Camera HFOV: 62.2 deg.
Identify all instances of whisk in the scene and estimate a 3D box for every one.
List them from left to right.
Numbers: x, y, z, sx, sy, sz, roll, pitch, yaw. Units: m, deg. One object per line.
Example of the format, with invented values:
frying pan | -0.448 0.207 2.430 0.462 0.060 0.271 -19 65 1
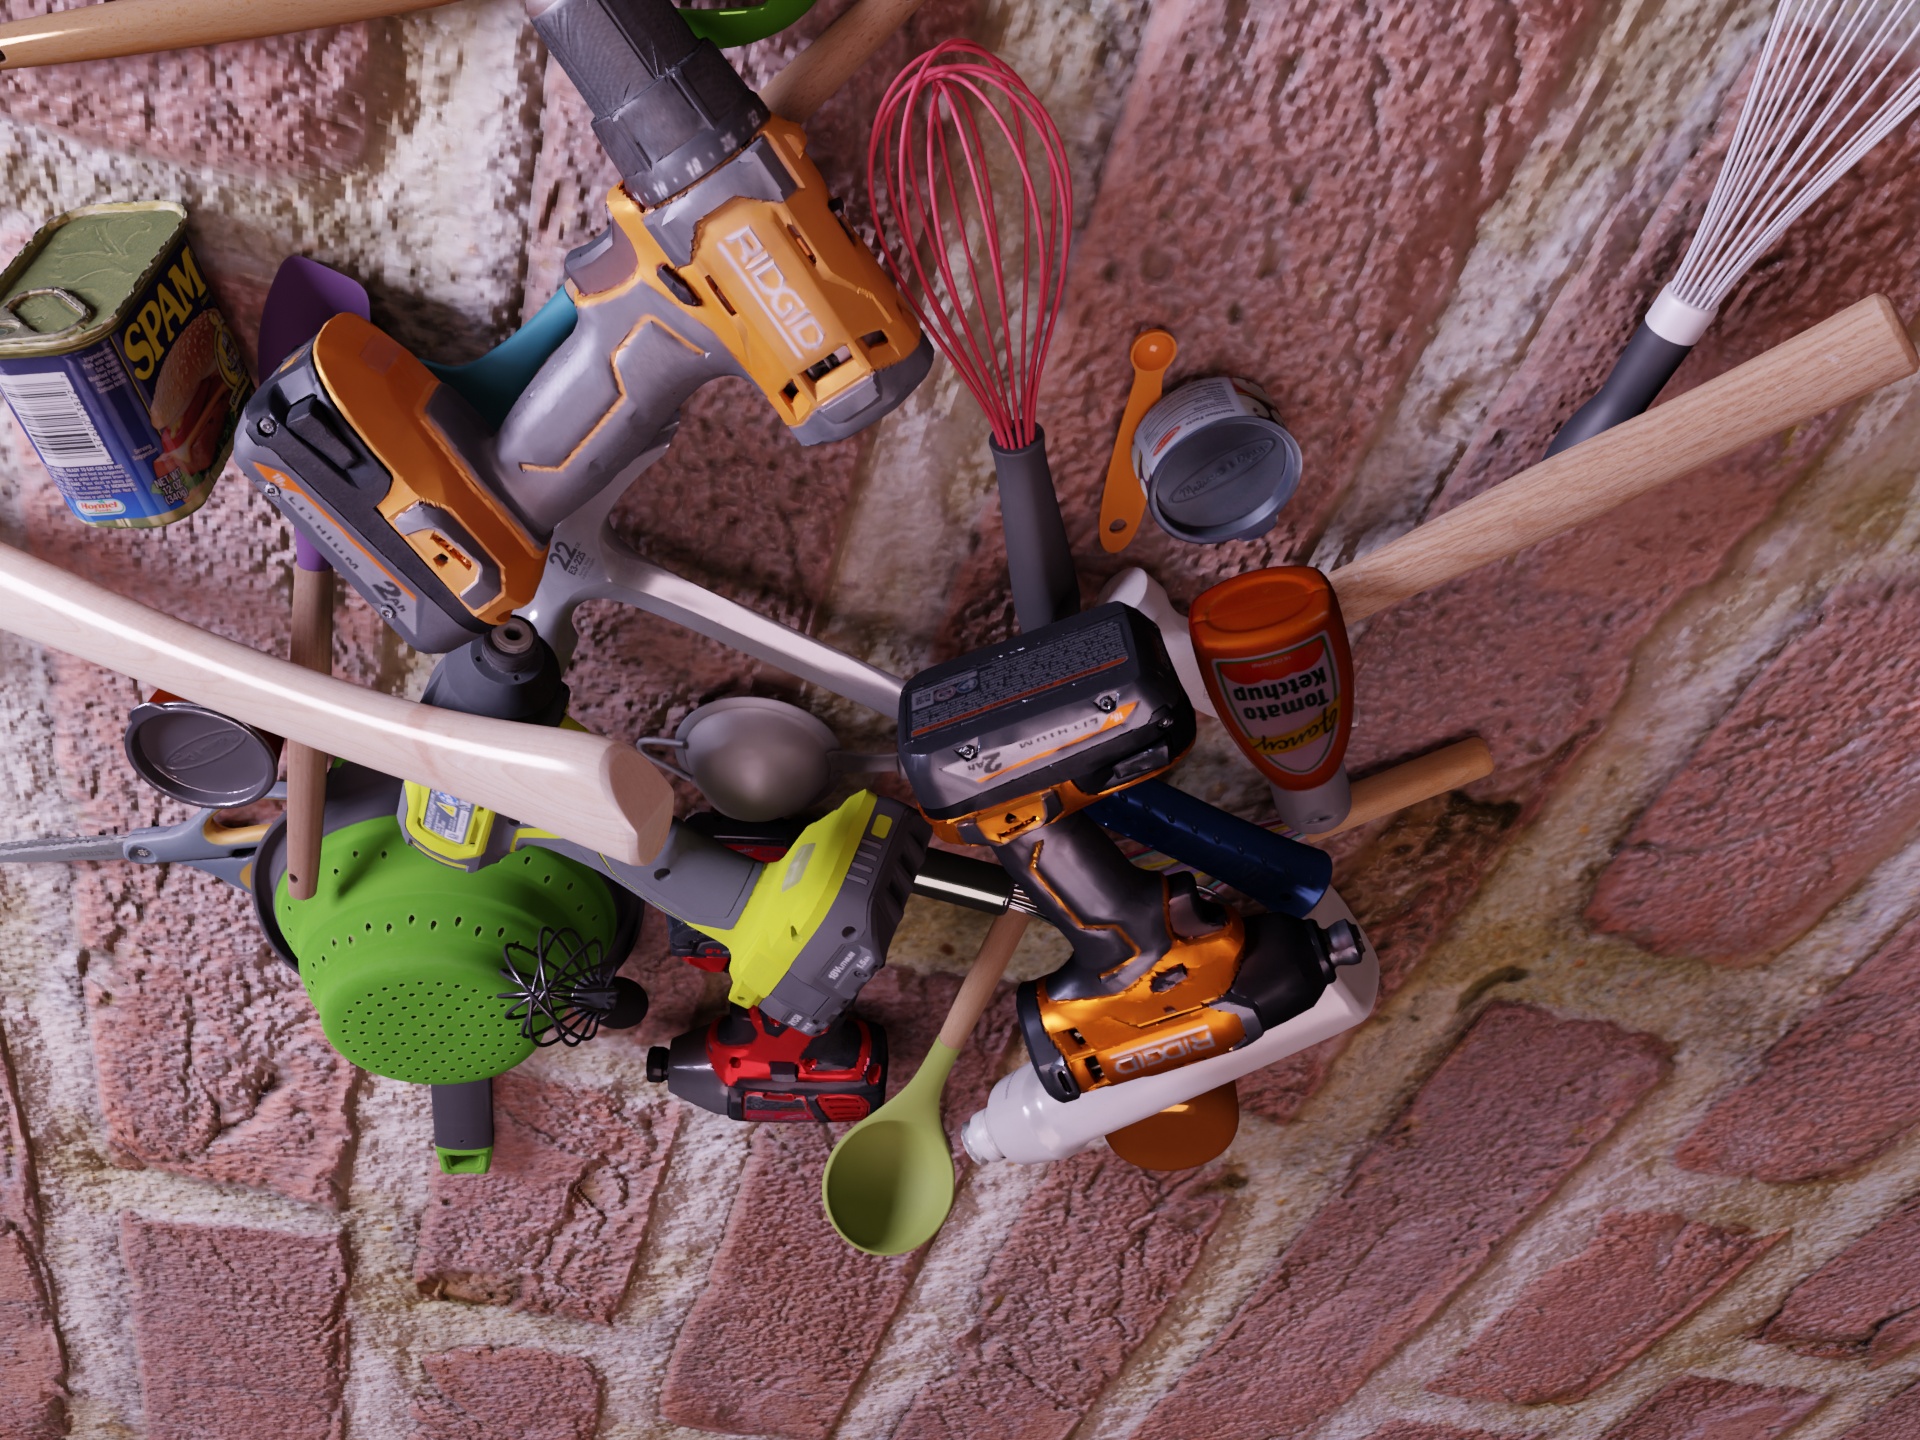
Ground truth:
whisk | -0.184 0.136 0.787 0.055 0.055 0.239 1 168 -2
whisk | 0.020 -0.130 0.642 0.073 0.073 0.295 -8 138 6
whisk | 0.031 0.089 0.806 0.246 0.058 0.059 15 150 -2
whisk | 0.158 0.062 0.833 0.245 0.051 0.047 -23 123 15
whisk | 0.293 -0.181 0.603 0.070 0.070 0.284 9 136 -10

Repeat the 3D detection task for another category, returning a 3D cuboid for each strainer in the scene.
strainer | -0.034 0.021 0.794 0.258 0.050 0.086 -4 136 -2

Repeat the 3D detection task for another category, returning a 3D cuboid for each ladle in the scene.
ladle | 0.006 0.162 0.866 0.078 0.062 0.320 18 114 -15

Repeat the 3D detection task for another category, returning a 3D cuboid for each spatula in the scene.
spatula | -0.287 -0.047 0.699 0.060 0.018 0.315 25 122 16
spatula | -0.130 -0.185 0.614 0.317 0.044 0.082 -35 123 21

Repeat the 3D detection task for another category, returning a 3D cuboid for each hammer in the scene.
hammer | -0.308 -0.014 0.657 0.411 0.038 0.146 19 131 12
hammer | -0.001 -0.002 0.740 0.405 0.035 0.144 24 121 -15
hammer | 0.225 -0.080 0.675 0.331 0.031 0.130 -27 131 35

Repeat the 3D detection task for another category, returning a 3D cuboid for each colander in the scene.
colander | -0.286 0.182 0.890 0.204 0.095 0.396 3 135 -12

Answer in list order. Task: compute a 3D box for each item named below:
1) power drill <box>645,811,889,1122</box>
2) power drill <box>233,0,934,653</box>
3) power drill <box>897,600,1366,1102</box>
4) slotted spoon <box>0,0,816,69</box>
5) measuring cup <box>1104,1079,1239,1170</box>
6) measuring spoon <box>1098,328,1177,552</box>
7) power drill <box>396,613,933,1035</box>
power drill | -0.108 0.151 0.890 0.143 0.079 0.219 3 136 -4
power drill | -0.148 -0.145 0.567 0.226 0.084 0.185 -29 120 14
power drill | 0.080 0.064 0.710 0.164 0.084 0.226 -19 121 10
slotted spoon | -0.197 -0.251 0.549 0.314 0.031 0.070 -5 133 6
measuring cup | 0.110 0.214 0.963 0.095 0.052 0.173 -21 130 18
measuring spoon | 0.074 -0.119 0.687 0.021 0.011 0.116 -4 137 -11
power drill | -0.134 0.044 0.705 0.223 0.080 0.171 27 143 -8
